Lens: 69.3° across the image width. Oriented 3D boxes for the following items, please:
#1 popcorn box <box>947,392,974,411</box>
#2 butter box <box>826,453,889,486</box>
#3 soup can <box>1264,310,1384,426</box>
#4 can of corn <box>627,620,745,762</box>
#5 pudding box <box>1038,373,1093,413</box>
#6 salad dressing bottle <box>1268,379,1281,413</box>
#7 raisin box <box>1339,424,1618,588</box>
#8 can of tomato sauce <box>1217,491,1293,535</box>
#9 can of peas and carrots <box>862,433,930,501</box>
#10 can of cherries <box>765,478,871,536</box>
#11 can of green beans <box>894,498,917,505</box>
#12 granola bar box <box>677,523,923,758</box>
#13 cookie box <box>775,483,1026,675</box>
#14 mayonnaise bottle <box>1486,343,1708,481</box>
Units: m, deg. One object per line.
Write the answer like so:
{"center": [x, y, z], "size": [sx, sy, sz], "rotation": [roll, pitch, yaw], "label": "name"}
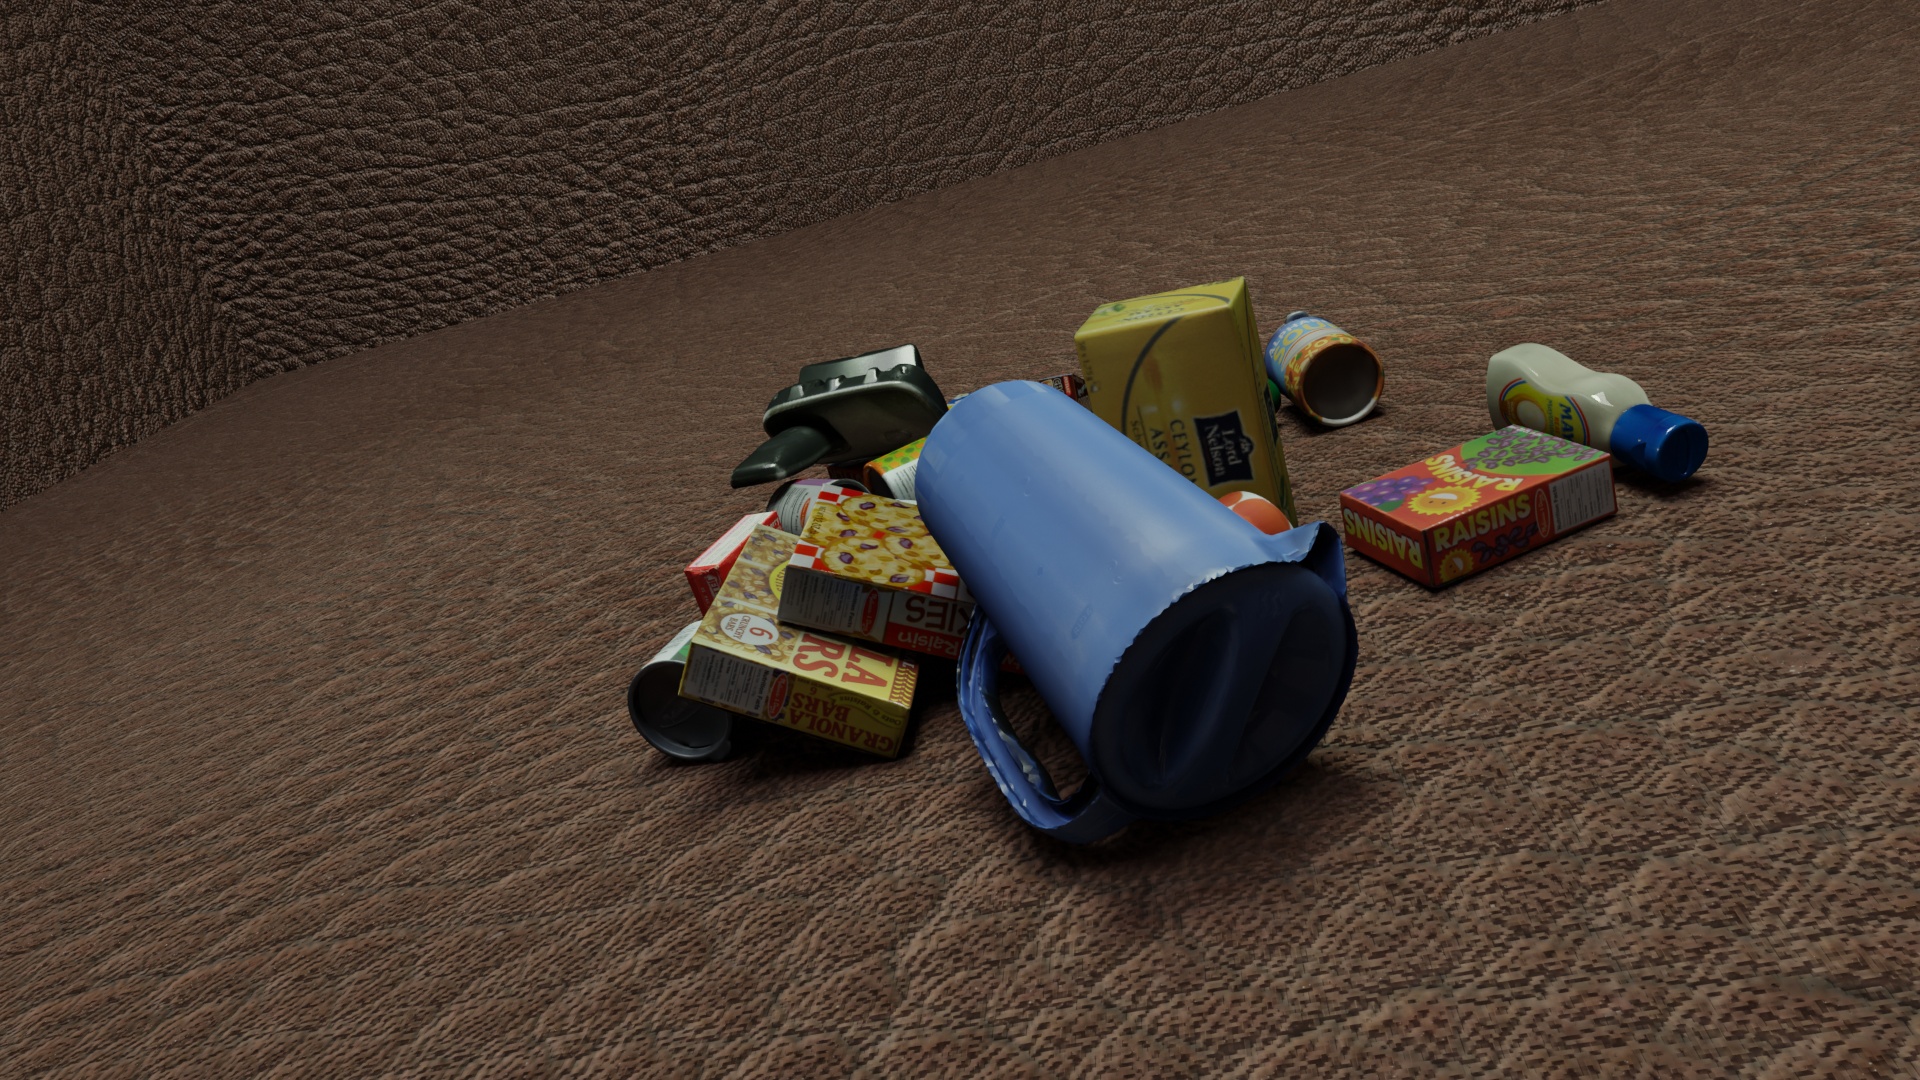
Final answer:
{"center": [0.038, -0.101, 1.193], "size": [0.126, 0.038, 0.085], "rotation": [-4, 25, 30], "label": "popcorn box"}
{"center": [-0.066, -0.058, 1.187], "size": [0.053, 0.024, 0.103], "rotation": [-28, 23, -28], "label": "butter box"}
{"center": [0.271, -0.130, 1.041], "size": [0.071, 0.071, 0.084], "rotation": [-17, 21, 1], "label": "soup can"}
{"center": [-0.153, 0.090, 0.828], "size": [0.071, 0.071, 0.058], "rotation": [-10, 19, 20], "label": "can of corn"}
{"center": [0.089, -0.102, 1.105], "size": [0.030, 0.049, 0.084], "rotation": [-10, -3, 18], "label": "pudding box"}
{"center": [0.188, -0.077, 1.009], "size": [0.064, 0.044, 0.148], "rotation": [-1, 26, 38], "label": "salad dressing bottle"}
{"center": [0.294, -0.021, 0.796], "size": [0.123, 0.040, 0.086], "rotation": [-20, 22, -11], "label": "raisin box"}
{"center": [0.142, 0.019, 0.776], "size": [0.083, 0.071, 0.071], "rotation": [-30, 24, -32], "label": "can of tomato sauce"}
{"center": [-0.035, -0.040, 1.061], "size": [0.059, 0.070, 0.071], "rotation": [-26, 22, -21], "label": "can of peas and carrots"}
{"center": [-0.103, -0.013, 1.050], "size": [0.058, 0.071, 0.072], "rotation": [3, 28, 44], "label": "can of cherries"}
{"center": [-0.021, 0.007, 0.932], "size": [0.058, 0.071, 0.071], "rotation": [6, 31, 46], "label": "can of green beans"}
{"center": [-0.083, 0.055, 0.818], "size": [0.124, 0.039, 0.166], "rotation": [17, 23, -2], "label": "granola bar box"}
{"center": [-0.013, 0.022, 0.824], "size": [0.167, 0.040, 0.123], "rotation": [13, 24, -1], "label": "cookie box"}
{"center": [0.378, -0.074, 0.835], "size": [0.041, 0.064, 0.148], "rotation": [-20, 25, -10], "label": "mayonnaise bottle"}
